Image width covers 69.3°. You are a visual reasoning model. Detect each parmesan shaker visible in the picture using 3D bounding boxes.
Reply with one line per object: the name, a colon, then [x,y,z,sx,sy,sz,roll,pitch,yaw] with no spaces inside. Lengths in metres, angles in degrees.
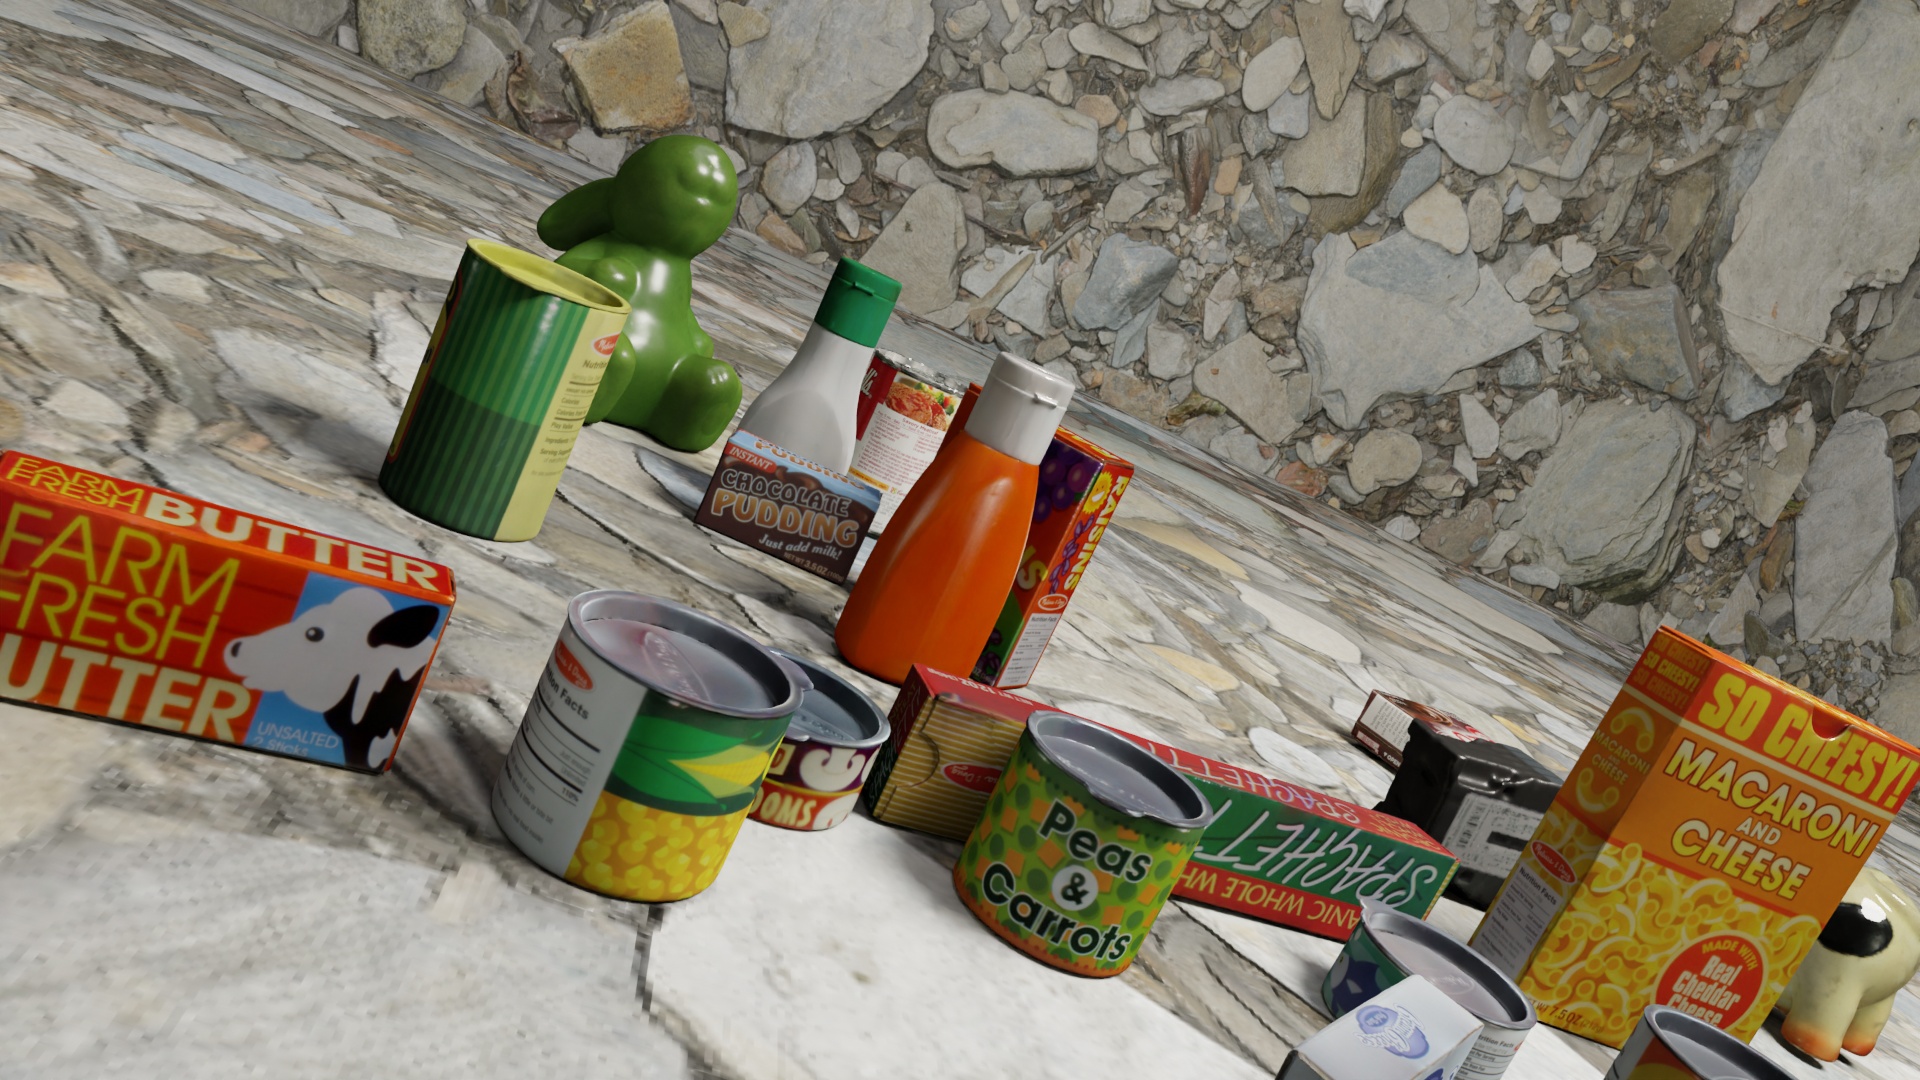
parmesan shaker: [-0.182,-0.059,0.550,0.071,0.103,0.071,25,11,-5]

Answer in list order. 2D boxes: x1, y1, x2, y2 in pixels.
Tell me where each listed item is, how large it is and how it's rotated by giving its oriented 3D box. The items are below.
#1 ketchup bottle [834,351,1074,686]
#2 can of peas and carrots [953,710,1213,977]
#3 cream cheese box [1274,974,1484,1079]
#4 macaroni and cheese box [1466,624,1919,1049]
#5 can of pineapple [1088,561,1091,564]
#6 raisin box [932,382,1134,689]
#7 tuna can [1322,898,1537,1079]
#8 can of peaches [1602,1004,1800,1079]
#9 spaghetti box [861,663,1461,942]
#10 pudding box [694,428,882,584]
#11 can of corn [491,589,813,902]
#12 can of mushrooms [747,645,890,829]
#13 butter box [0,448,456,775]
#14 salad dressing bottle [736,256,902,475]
ketchup bottle: [0.002,-0.008,0.604,0.065,0.148,0.043,20,13,-29]
can of peas and carrots: [0.038,0.097,0.444,0.071,0.058,0.071,25,11,-5]
cream cheese box: [0.101,0.149,0.360,0.024,0.053,0.104,33,13,32]
macaroni and cheese box: [0.306,0.134,0.581,0.124,0.166,0.040,23,11,-16]
can of pineapple: [0.027,0.022,0.751,0.071,0.057,0.071,25,11,-5]
raisin box: [0.018,-0.002,0.675,0.086,0.123,0.040,32,13,30]
tuna can: [0.163,0.161,0.491,0.071,0.032,0.071,25,11,-5]
can of peaches: [0.238,0.194,0.442,0.071,0.058,0.071,25,11,-5]
spaghetti box: [0.082,0.106,0.520,0.250,0.050,0.029,20,12,-25]
pudding box: [-0.086,-0.018,0.706,0.084,0.049,0.030,24,11,-8]
can of corn: [-0.082,0.055,0.375,0.071,0.058,0.071,25,11,-5]
can of mushrooms: [-0.060,0.063,0.449,0.071,0.033,0.071,25,11,-5]
butter box: [-0.181,0.019,0.334,0.103,0.053,0.024,19,13,-29]
salad dressing bottle: [-0.077,-0.078,0.748,0.064,0.147,0.044,25,11,-7]
